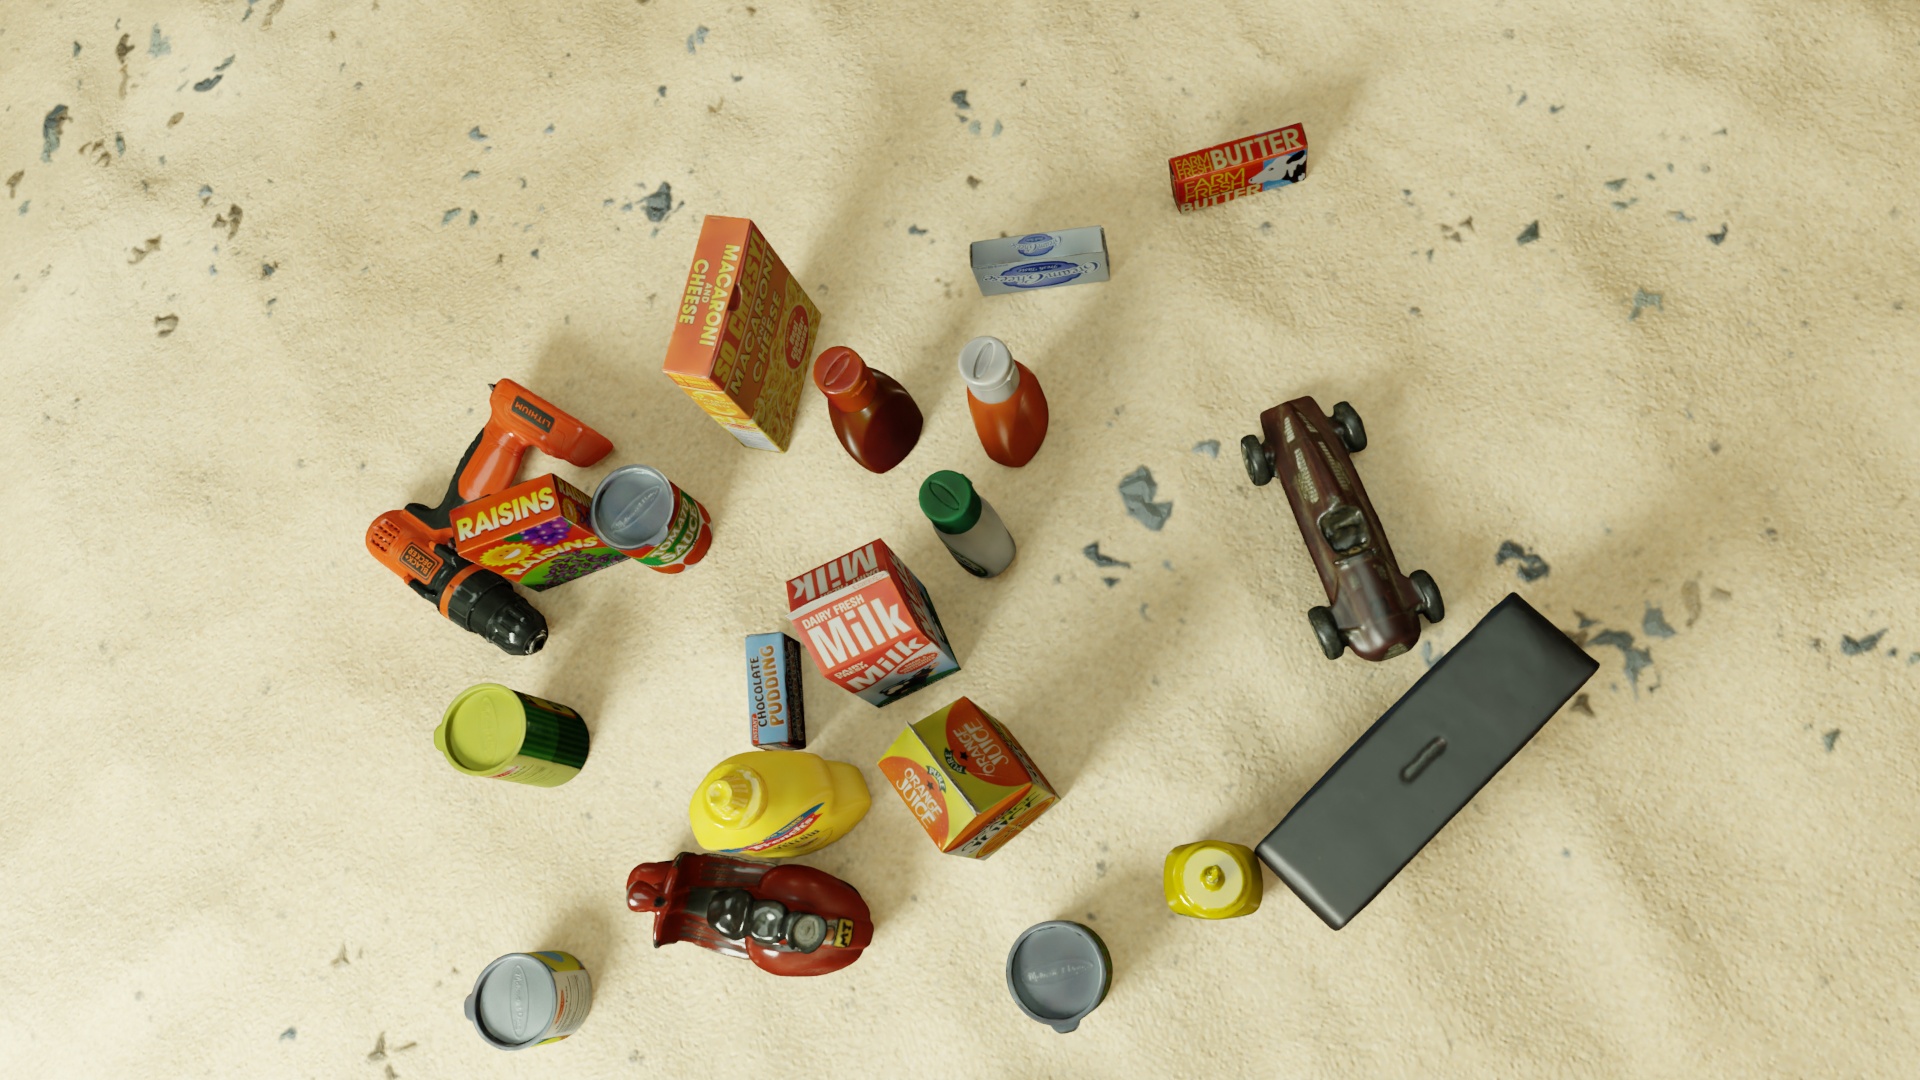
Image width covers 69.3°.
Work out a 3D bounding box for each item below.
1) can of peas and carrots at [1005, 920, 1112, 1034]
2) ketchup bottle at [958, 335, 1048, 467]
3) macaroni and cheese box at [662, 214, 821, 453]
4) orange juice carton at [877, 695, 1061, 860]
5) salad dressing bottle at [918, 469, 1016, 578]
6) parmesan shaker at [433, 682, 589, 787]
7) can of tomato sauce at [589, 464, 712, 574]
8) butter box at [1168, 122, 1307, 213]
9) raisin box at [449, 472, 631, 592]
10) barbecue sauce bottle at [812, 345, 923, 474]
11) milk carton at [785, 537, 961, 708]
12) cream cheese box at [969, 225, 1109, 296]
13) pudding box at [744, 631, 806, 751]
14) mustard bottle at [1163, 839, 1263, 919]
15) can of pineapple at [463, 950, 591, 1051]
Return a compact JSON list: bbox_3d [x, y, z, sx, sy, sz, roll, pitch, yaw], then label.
[{"bbox_3d":[0.068,0.291,0.932,0.071,0.058,0.071,-3,75,11],"label":"can of peas and carrots"},{"bbox_3d":[0.031,-0.103,1.001,0.043,0.148,0.065,18,80,15],"label":"ketchup bottle"},{"bbox_3d":[-0.159,-0.151,1.043,0.040,0.166,0.124,9,77,14],"label":"macaroni and cheese box"},{"bbox_3d":[0.006,0.157,0.911,0.073,0.192,0.072,-38,71,0],"label":"orange juice carton"},{"bbox_3d":[0.004,-0.012,0.982,0.064,0.147,0.044,43,87,18],"label":"salad dressing bottle"},{"bbox_3d":[-0.330,0.146,1.028,0.071,0.103,0.071,-3,75,11],"label":"parmesan shaker"},{"bbox_3d":[-0.233,-0.014,1.064,0.071,0.083,0.071,-3,75,11],"label":"can of tomato sauce"},{"bbox_3d":[0.213,-0.285,1.065,0.103,0.053,0.024,-14,73,7],"label":"butter box"},{"bbox_3d":[-0.317,-0.005,1.057,0.086,0.123,0.040,-19,72,6],"label":"raisin box"},{"bbox_3d":[-0.069,-0.098,1.020,0.044,0.148,0.065,35,84,18],"label":"barbecue sauce bottle"},{"bbox_3d":[-0.061,0.056,0.953,0.072,0.190,0.073,-26,72,4],"label":"milk carton"},{"bbox_3d":[0.063,-0.216,1.076,0.104,0.053,0.024,-5,74,10],"label":"cream cheese box"},{"bbox_3d":[-0.137,0.112,1.027,0.030,0.049,0.084,-8,74,9],"label":"pudding box"},{"bbox_3d":[0.159,0.216,0.881,0.065,0.160,0.049,-4,75,11],"label":"mustard bottle"},{"bbox_3d":[-0.309,0.329,0.998,0.071,0.057,0.071,-3,75,11],"label":"can of pineapple"}]
